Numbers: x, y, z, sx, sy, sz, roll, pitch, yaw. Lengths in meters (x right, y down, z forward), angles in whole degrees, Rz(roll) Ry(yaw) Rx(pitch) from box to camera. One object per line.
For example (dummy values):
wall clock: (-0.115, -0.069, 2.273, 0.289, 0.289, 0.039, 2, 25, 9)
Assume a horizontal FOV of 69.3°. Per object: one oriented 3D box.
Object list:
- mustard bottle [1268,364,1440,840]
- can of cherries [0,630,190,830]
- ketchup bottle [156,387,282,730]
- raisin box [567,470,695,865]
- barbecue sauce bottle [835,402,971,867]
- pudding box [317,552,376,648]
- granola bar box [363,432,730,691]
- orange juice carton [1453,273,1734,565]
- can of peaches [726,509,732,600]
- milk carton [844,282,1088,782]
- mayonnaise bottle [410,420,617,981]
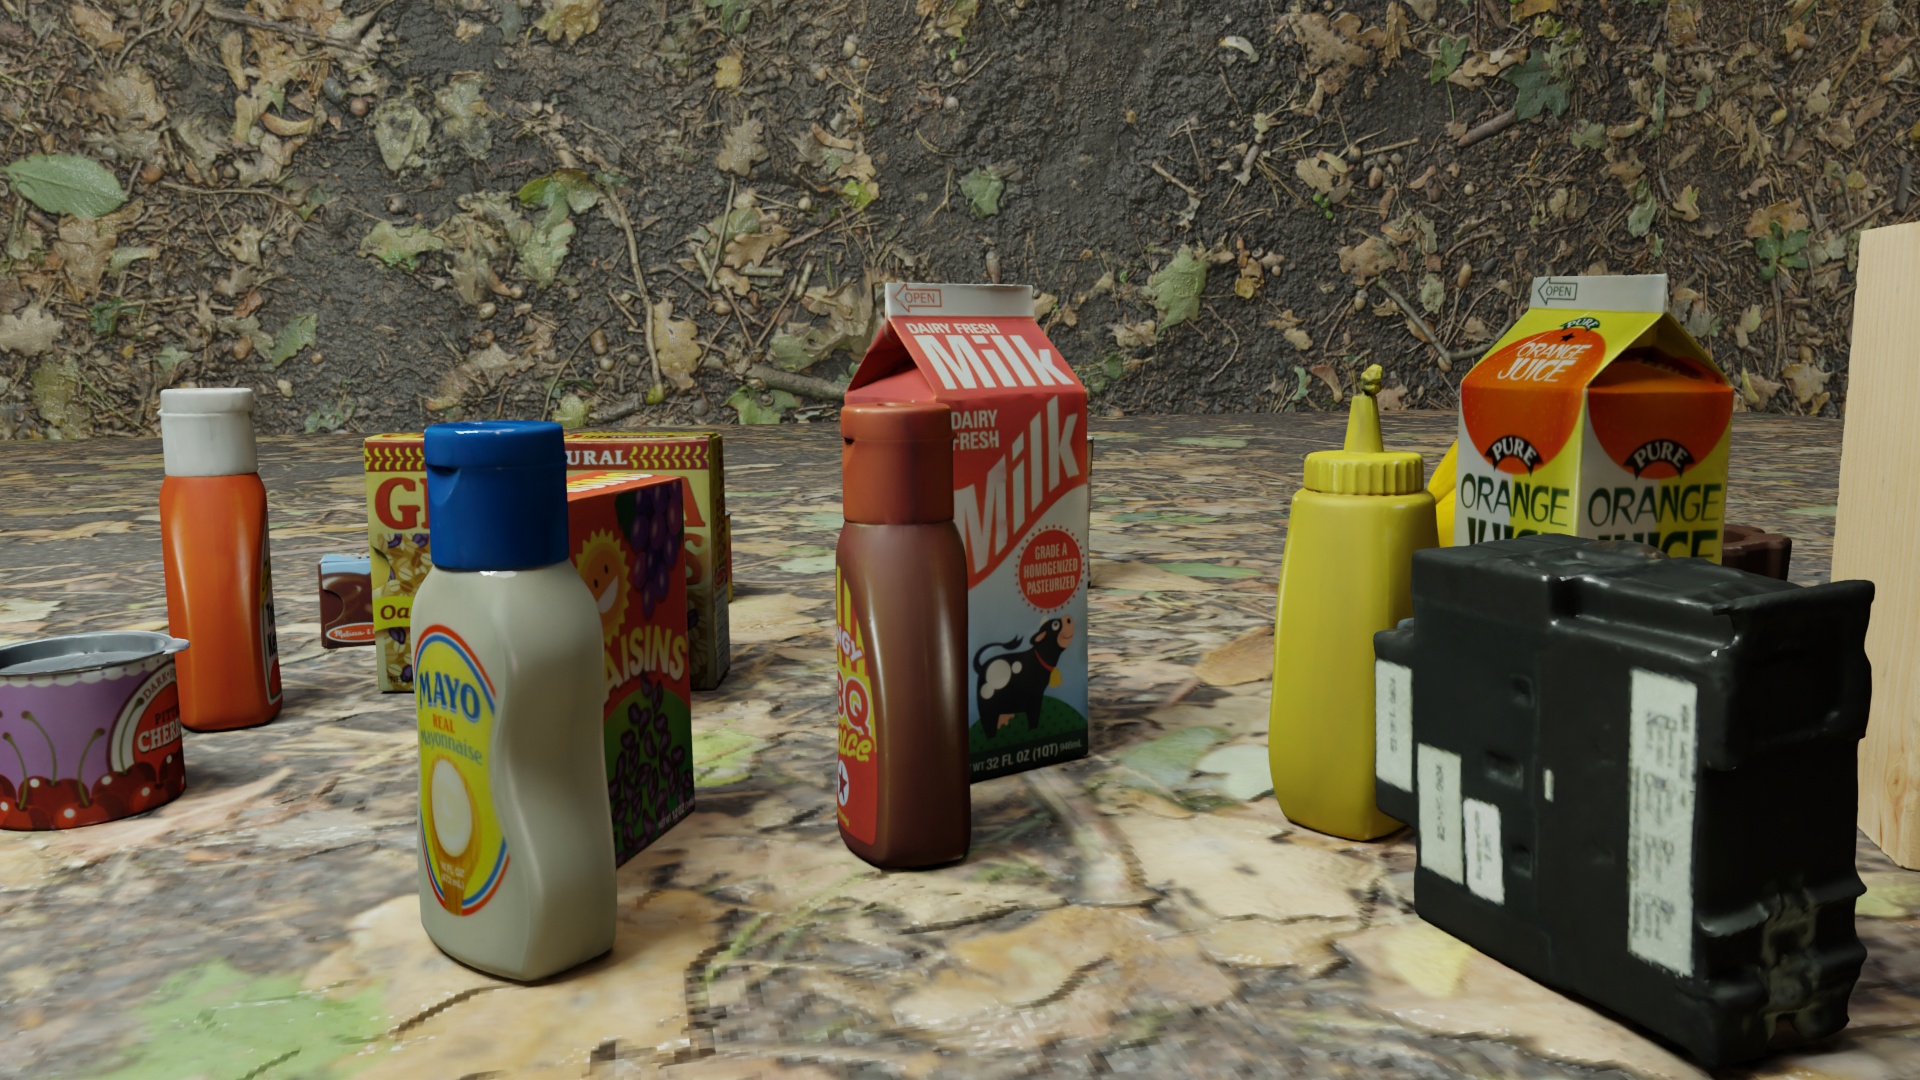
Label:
mustard bottle: (0.139, 0.019, 0.482, 0.049, 0.160, 0.065, 7, 11, 41)
can of cherries: (-0.323, 0.068, 0.514, 0.071, 0.058, 0.071, 0, 8, 0)
ketchup bottle: (-0.333, 0.006, 0.623, 0.043, 0.148, 0.065, -4, 9, -26)
raisin box: (-0.125, 0.042, 0.463, 0.040, 0.123, 0.086, 2, 8, 16)
barbecue sauce bottle: (-0.020, 0.029, 0.464, 0.044, 0.148, 0.065, -3, 8, -17)
pudding box: (-0.317, 0.031, 0.788, 0.084, 0.049, 0.030, -4, 9, -21)
granola bar box: (-0.200, 0.010, 0.678, 0.166, 0.124, 0.039, 0, 8, -1)
orange juice carton: (0.249, -0.009, 0.556, 0.073, 0.192, 0.072, -3, 8, -18)
can of peaches: (-0.180, 0.011, 0.886, 0.071, 0.058, 0.071, 0, 8, 0)
milk carton: (0.002, -0.007, 0.559, 0.072, 0.190, 0.073, -6, 10, -33)
mayonnaise bottle: (-0.126, 0.042, 0.385, 0.065, 0.147, 0.041, 6, 10, 39)
